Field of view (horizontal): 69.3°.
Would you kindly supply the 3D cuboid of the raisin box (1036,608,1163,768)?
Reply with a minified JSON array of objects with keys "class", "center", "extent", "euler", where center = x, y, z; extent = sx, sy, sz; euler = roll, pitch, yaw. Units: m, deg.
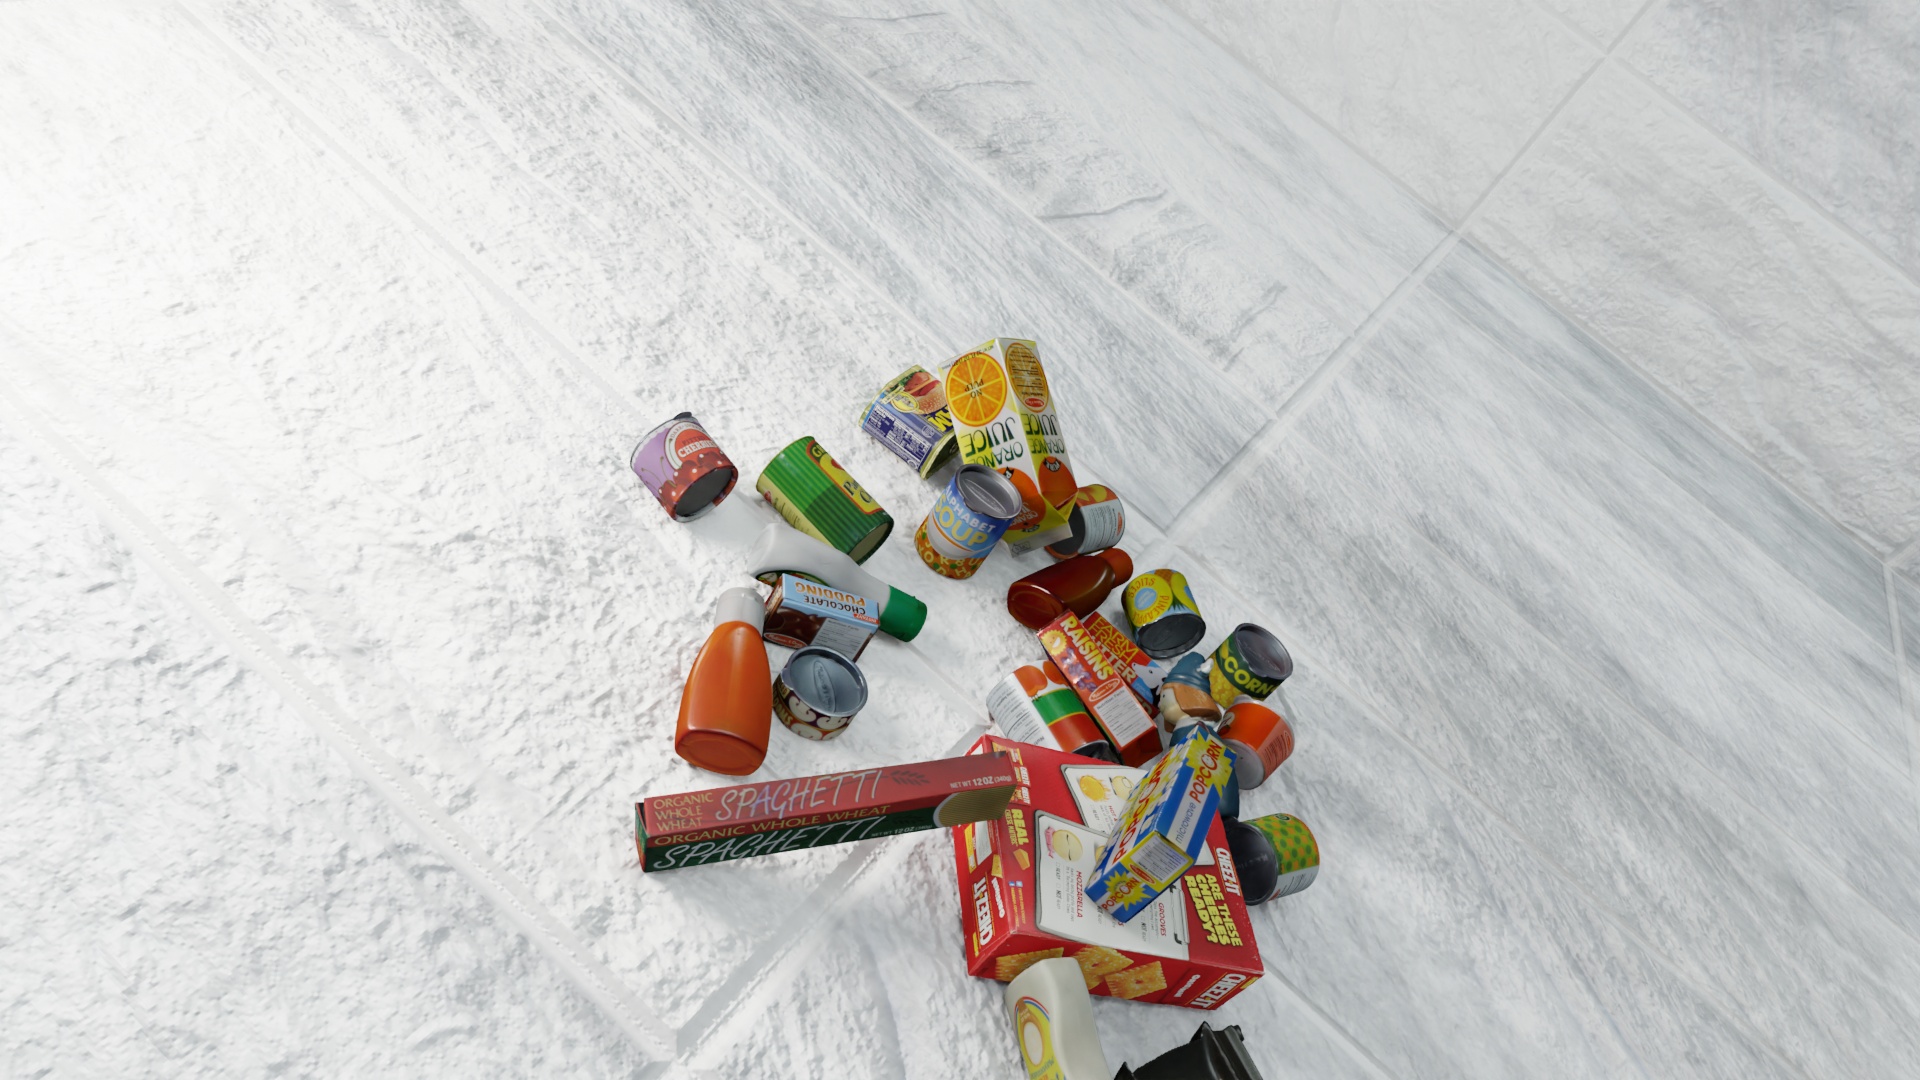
[{"class":"raisin box","center":[0.116,0.126,1.154],"extent":[0.124,0.040,0.086],"euler":[54,-2,25]}]

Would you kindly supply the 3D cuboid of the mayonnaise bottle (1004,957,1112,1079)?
[{"class":"mayonnaise bottle","center":[0.071,0.348,0.890],"extent":[0.041,0.064,0.149],"euler":[7,48,-29]}]

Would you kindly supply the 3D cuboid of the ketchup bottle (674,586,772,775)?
[{"class":"ketchup bottle","center":[-0.165,0.096,0.999],"extent":[0.065,0.043,0.149],"euler":[21,38,-19]}]

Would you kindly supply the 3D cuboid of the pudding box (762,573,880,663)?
[{"class":"pudding box","center":[-0.110,0.062,1.077],"extent":[0.084,0.049,0.030],"euler":[18,38,-23]}]

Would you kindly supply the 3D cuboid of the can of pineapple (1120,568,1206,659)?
[{"class":"can of pineapple","center":[0.187,0.067,1.290],"extent":[0.071,0.070,0.058],"euler":[12,41,-28]}]

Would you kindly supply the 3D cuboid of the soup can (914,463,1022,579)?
[{"class":"soup can","center":[0.004,-0.015,1.224],"extent":[0.071,0.083,0.072],"euler":[21,38,-18]}]

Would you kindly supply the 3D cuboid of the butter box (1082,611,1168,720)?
[{"class":"butter box","center":[0.143,0.113,1.241],"extent":[0.103,0.024,0.053],"euler":[41,36,8]}]

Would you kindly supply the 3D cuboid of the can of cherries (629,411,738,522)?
[{"class":"can of cherries","center":[-0.219,-0.058,1.107],"extent":[0.058,0.071,0.072],"euler":[49,38,17]}]

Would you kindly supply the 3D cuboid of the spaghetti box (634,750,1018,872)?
[{"class":"spaghetti box","center":[-0.086,0.176,0.911],"extent":[0.251,0.049,0.029],"euler":[-5,51,-20]}]

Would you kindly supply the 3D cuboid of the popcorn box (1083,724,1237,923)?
[{"class":"popcorn box","center":[0.141,0.197,0.972],"extent":[0.038,0.084,0.127],"euler":[38,36,2]}]

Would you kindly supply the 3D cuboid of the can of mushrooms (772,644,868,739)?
[{"class":"can of mushrooms","center":[-0.107,0.113,1.035],"extent":[0.071,0.033,0.071],"euler":[22,39,-18]}]

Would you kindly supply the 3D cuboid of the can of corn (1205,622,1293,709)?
[{"class":"can of corn","center":[0.266,0.122,1.299],"extent":[0.071,0.058,0.071],"euler":[22,38,-18]}]

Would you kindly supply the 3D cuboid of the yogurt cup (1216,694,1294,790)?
[{"class":"yogurt cup","center":[0.252,0.182,1.218],"extent":[0.072,0.072,0.054],"euler":[41,44,8]}]

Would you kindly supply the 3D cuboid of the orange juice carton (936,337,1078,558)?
[{"class":"orange juice carton","center":[0.049,-0.085,1.286],"extent":[0.073,0.071,0.193],"euler":[-6,78,-55]}]

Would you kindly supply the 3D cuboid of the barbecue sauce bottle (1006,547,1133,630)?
[{"class":"barbecue sauce bottle","center":[0.107,0.041,1.271],"extent":[0.065,0.043,0.149],"euler":[19,24,31]}]

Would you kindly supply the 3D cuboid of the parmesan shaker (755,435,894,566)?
[{"class":"parmesan shaker","center":[-0.112,-0.029,1.165],"extent":[0.103,0.071,0.071],"euler":[45,37,12]}]

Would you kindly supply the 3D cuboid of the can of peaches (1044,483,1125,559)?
[{"class":"can of peaches","center":[0.113,-0.018,1.331],"extent":[0.058,0.071,0.071],"euler":[-13,58,-45]}]

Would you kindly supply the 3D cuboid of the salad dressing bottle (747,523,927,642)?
[{"class":"salad dressing bottle","center":[-0.096,0.036,1.110],"extent":[0.147,0.064,0.044],"euler":[27,59,-23]}]

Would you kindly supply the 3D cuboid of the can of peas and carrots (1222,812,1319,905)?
[{"class":"can of peas and carrots","center":[0.247,0.255,1.127],"extent":[0.059,0.070,0.071],"euler":[-1,49,-40]}]

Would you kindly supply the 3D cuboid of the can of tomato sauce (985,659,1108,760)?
[{"class":"can of tomato sauce","center":[0.070,0.147,1.109],"extent":[0.071,0.070,0.083],"euler":[-6,52,-42]}]
